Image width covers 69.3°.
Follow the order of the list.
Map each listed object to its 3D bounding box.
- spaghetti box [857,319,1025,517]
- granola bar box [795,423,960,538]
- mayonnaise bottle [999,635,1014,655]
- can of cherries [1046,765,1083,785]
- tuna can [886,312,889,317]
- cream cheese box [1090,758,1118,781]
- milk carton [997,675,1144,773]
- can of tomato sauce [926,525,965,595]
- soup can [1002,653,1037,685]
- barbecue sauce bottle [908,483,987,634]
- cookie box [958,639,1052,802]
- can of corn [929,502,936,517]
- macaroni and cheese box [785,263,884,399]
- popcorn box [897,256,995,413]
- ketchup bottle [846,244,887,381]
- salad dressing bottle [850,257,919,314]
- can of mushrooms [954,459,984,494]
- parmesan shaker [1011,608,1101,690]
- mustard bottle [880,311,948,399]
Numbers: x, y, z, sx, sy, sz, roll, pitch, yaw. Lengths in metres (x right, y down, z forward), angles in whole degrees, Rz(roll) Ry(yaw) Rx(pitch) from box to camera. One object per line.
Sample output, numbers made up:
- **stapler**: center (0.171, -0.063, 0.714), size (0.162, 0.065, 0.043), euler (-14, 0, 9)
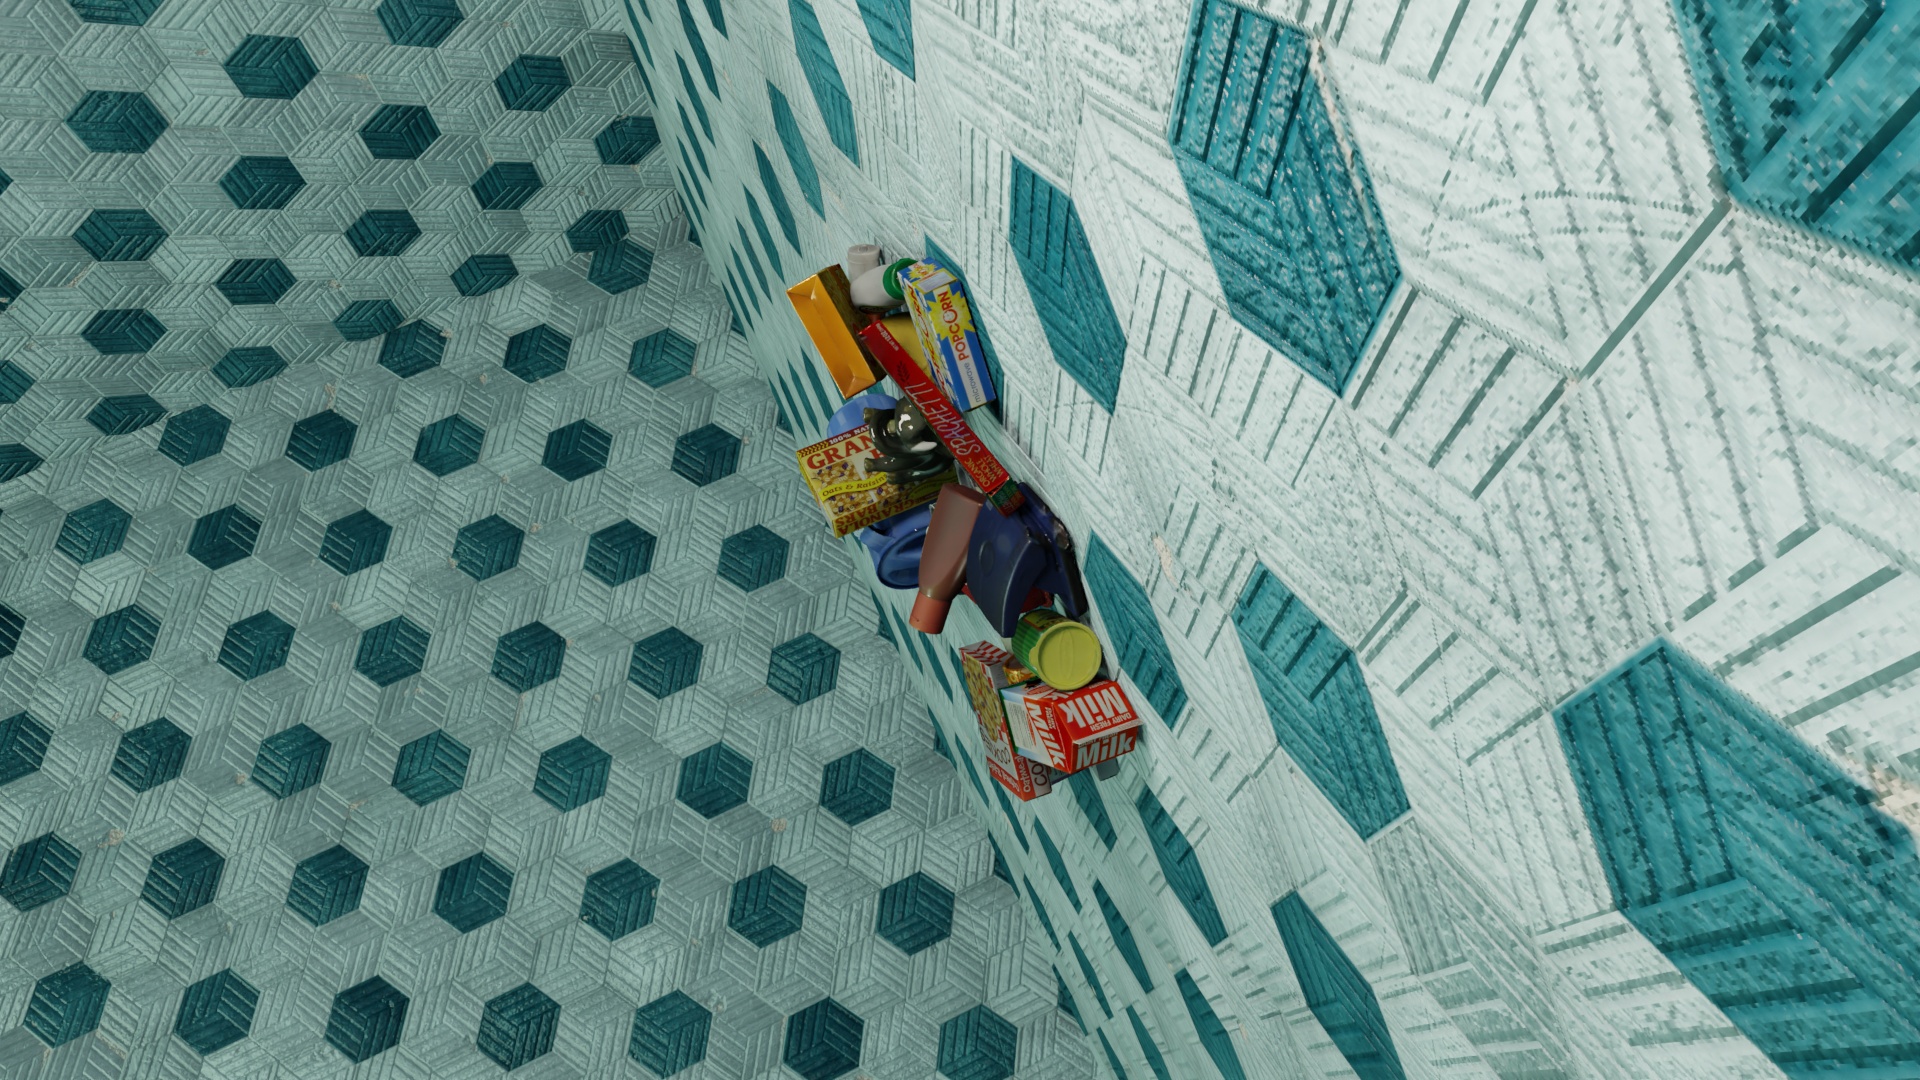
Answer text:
- **spaghetti box**: center (-0.020, -0.119, 1.326), size (0.251, 0.029, 0.050), euler (52, 180, 33)
- **granola bar box**: center (-0.098, -0.086, 1.658), size (0.038, 0.166, 0.124), euler (82, 162, -51)
- **mayonnaise bottle**: center (0.093, 0.166, 1.611), size (0.148, 0.041, 0.064), euler (65, 171, -2)
- **can of cherries**: center (0.112, 0.258, 1.680), size (0.071, 0.058, 0.071), euler (62, 170, 19)
- **tuna can**: center (-0.099, -0.251, 1.661), size (0.071, 0.033, 0.071), euler (89, 155, -69)
- **cream cheese box**: center (0.140, 0.203, 1.488), size (0.053, 0.024, 0.103), euler (-124, 14, -54)
- **milk carton**: center (0.109, 0.178, 1.367), size (0.190, 0.072, 0.073), euler (178, 76, -71)
- **can of tomato sauce**: center (0.006, 0.011, 1.631), size (0.071, 0.071, 0.083), euler (86, 158, -65)
- **soup can**: center (0.089, 0.166, 1.535), size (0.071, 0.071, 0.083), euler (-146, 34, -73)
- **barbecue sauce bottle**: center (-0.013, 0.021, 1.394), size (0.065, 0.044, 0.148), euler (32, 108, 42)
- **cookie box**: center (0.052, 0.209, 1.627), size (0.123, 0.040, 0.167), euler (-163, 57, -73)
- **can of corn**: center (0.006, -0.020, 1.573), size (0.071, 0.058, 0.071), euler (158, 88, -81)
- **macaroni and cheese box**: center (-0.124, -0.221, 1.443), size (0.123, 0.040, 0.167), euler (61, -171, -12)
- **popcorn box**: center (-0.013, -0.191, 1.296), size (0.085, 0.038, 0.126), euler (-127, 15, -59)
- **ketchup bottle**: center (-0.105, -0.255, 1.555), size (0.065, 0.043, 0.148), euler (-89, -2, -60)
- **salad dressing bottle**: center (-0.070, -0.256, 1.398), size (0.147, 0.064, 0.044), euler (-170, 72, -73)
- **can of mushrooms**: center (0.023, -0.059, 1.453), size (0.071, 0.033, 0.071), euler (63, 171, 18)
- **parmesan shaker**: center (0.090, 0.105, 1.370), size (0.103, 0.071, 0.071), euler (-157, 43, -77)
- **mustard bottle**: center (-0.037, -0.181, 1.434), size (0.161, 0.049, 0.065), euler (-125, 18, -49)
